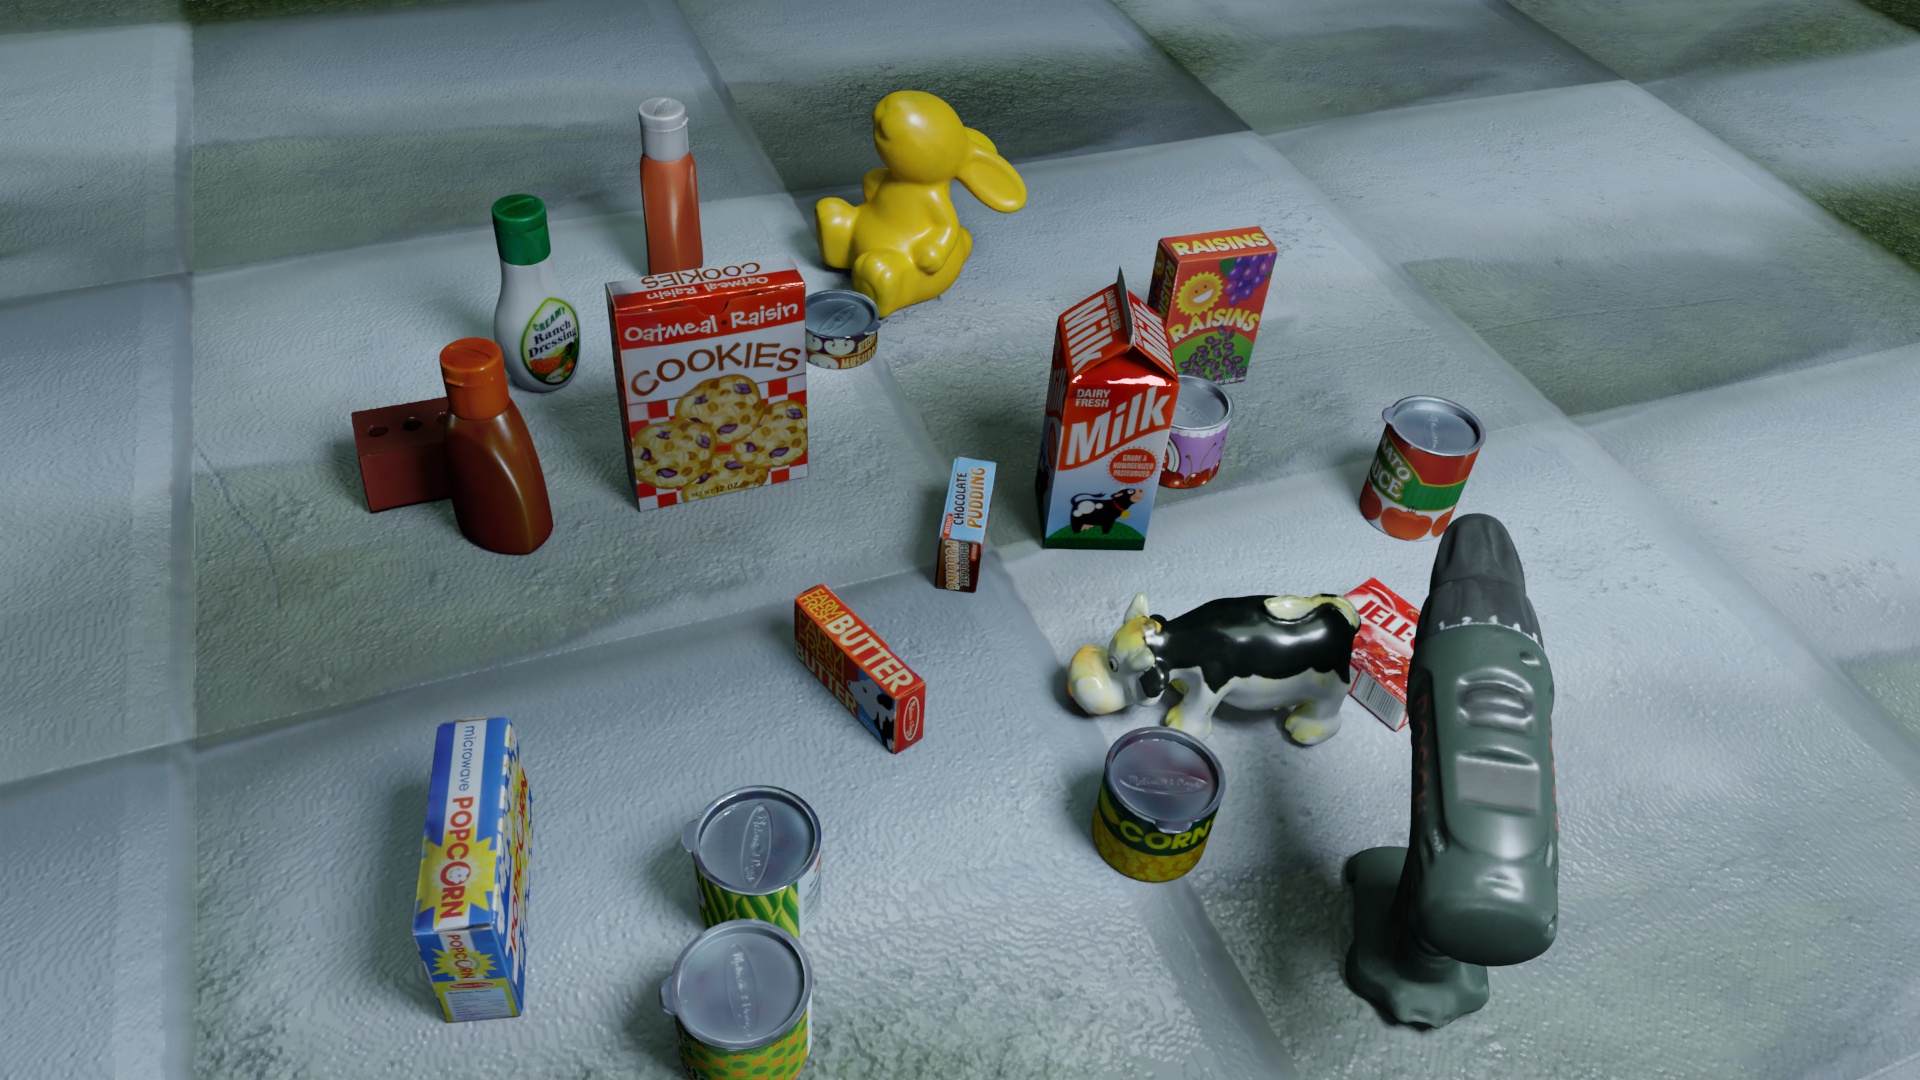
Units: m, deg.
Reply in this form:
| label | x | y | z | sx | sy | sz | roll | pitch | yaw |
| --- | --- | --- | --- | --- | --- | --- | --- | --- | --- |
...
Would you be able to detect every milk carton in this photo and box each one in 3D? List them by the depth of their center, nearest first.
| label | x | y | z | sx | sy | sz | roll | pitch | yaw |
| --- | --- | --- | --- | --- | --- | --- | --- | --- | --- |
| milk carton | 0.097 | -0.084 | 0.922 | 0.073 | 0.189 | 0.073 | 1 | 43 | -5 |

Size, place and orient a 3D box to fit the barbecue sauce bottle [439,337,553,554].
| label | x | y | z | sx | sy | sz | roll | pitch | yaw |
| --- | --- | --- | --- | --- | --- | --- | --- | --- | --- |
| barbecue sauce bottle | -0.301 | -0.059 | 0.886 | 0.065 | 0.147 | 0.044 | 17 | 45 | 13 |

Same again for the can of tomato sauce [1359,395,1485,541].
| label | x | y | z | sx | sy | sz | roll | pitch | yaw |
| --- | --- | --- | --- | --- | --- | --- | --- | --- | --- |
| can of tomato sauce | 0.325 | -0.051 | 0.988 | 0.071 | 0.082 | 0.071 | 3 | 43 | -3 |

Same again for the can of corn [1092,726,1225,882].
| label | x | y | z | sx | sy | sz | roll | pitch | yaw |
| --- | --- | --- | --- | --- | --- | --- | --- | --- | --- |
| can of corn | 0.109 | 0.149 | 0.772 | 0.071 | 0.058 | 0.071 | 3 | 43 | -3 |

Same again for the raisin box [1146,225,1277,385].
| label | x | y | z | sx | sy | sz | roll | pitch | yaw |
| --- | --- | --- | --- | --- | --- | --- | --- | --- | --- |
| raisin box | 0.189 | -0.178 | 1.080 | 0.086 | 0.122 | 0.040 | -9 | 45 | -15 |

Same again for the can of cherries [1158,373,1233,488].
| label | x | y | z | sx | sy | sz | roll | pitch | yaw |
| --- | --- | --- | --- | --- | --- | --- | --- | --- | --- |
| can of cherries | 0.160 | -0.079 | 1.019 | 0.071 | 0.058 | 0.072 | 3 | 43 | -3 |

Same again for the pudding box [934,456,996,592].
| label | x | y | z | sx | sy | sz | roll | pitch | yaw |
| --- | --- | --- | --- | --- | --- | --- | --- | --- | --- |
| pudding box | 0.003 | -0.012 | 0.938 | 0.030 | 0.049 | 0.084 | 8 | 43 | 3 |

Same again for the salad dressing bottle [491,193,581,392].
| label | x | y | z | sx | sy | sz | roll | pitch | yaw |
| --- | --- | --- | --- | --- | --- | --- | --- | --- | --- |
| salad dressing bottle | -0.312 | -0.179 | 1.012 | 0.044 | 0.146 | 0.064 | 32 | 49 | 26 |

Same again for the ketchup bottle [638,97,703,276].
| label | x | y | z | sx | sy | sz | roll | pitch | yaw |
| --- | --- | --- | --- | --- | --- | --- | --- | --- | --- |
| ketchup bottle | -0.236 | -0.283 | 1.130 | 0.043 | 0.148 | 0.065 | 7 | 43 | 2 |

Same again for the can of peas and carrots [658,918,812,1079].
| label | x | y | z | sx | sy | sz | roll | pitch | yaw |
| --- | --- | --- | --- | --- | --- | --- | --- | --- | --- |
| can of peas and carrots | -0.107 | 0.227 | 0.668 | 0.071 | 0.058 | 0.071 | 3 | 43 | -3 |

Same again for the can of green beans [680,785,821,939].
| label | x | y | z | sx | sy | sz | roll | pitch | yaw |
| --- | --- | --- | --- | --- | --- | --- | --- | --- | --- |
| can of green beans | -0.106 | 0.172 | 0.727 | 0.071 | 0.057 | 0.071 | 3 | 43 | -3 |

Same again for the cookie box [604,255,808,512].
| label | x | y | z | sx | sy | sz | roll | pitch | yaw |
| --- | --- | --- | --- | --- | --- | --- | --- | --- | --- |
| cookie box | -0.166 | -0.103 | 0.933 | 0.123 | 0.166 | 0.040 | -13 | 46 | -19 |

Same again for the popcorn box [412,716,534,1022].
| label | x | y | z | sx | sy | sz | roll | pitch | yaw |
| --- | --- | --- | --- | --- | --- | --- | --- | --- | --- |
| popcorn box | -0.243 | 0.164 | 0.702 | 0.038 | 0.084 | 0.127 | -4 | 44 | -10 |

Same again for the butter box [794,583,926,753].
| label | x | y | z | sx | sy | sz | roll | pitch | yaw |
| --- | --- | --- | --- | --- | --- | --- | --- | --- | --- |
| butter box | -0.062 | 0.076 | 0.836 | 0.024 | 0.052 | 0.104 | -28 | 53 | -30 |

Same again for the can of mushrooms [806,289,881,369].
| label | x | y | z | sx | sy | sz | roll | pitch | yaw |
| --- | --- | --- | --- | --- | --- | --- | --- | --- | --- |
| can of mushrooms | -0.096 | -0.167 | 1.104 | 0.071 | 0.033 | 0.071 | 3 | 43 | -3 |
